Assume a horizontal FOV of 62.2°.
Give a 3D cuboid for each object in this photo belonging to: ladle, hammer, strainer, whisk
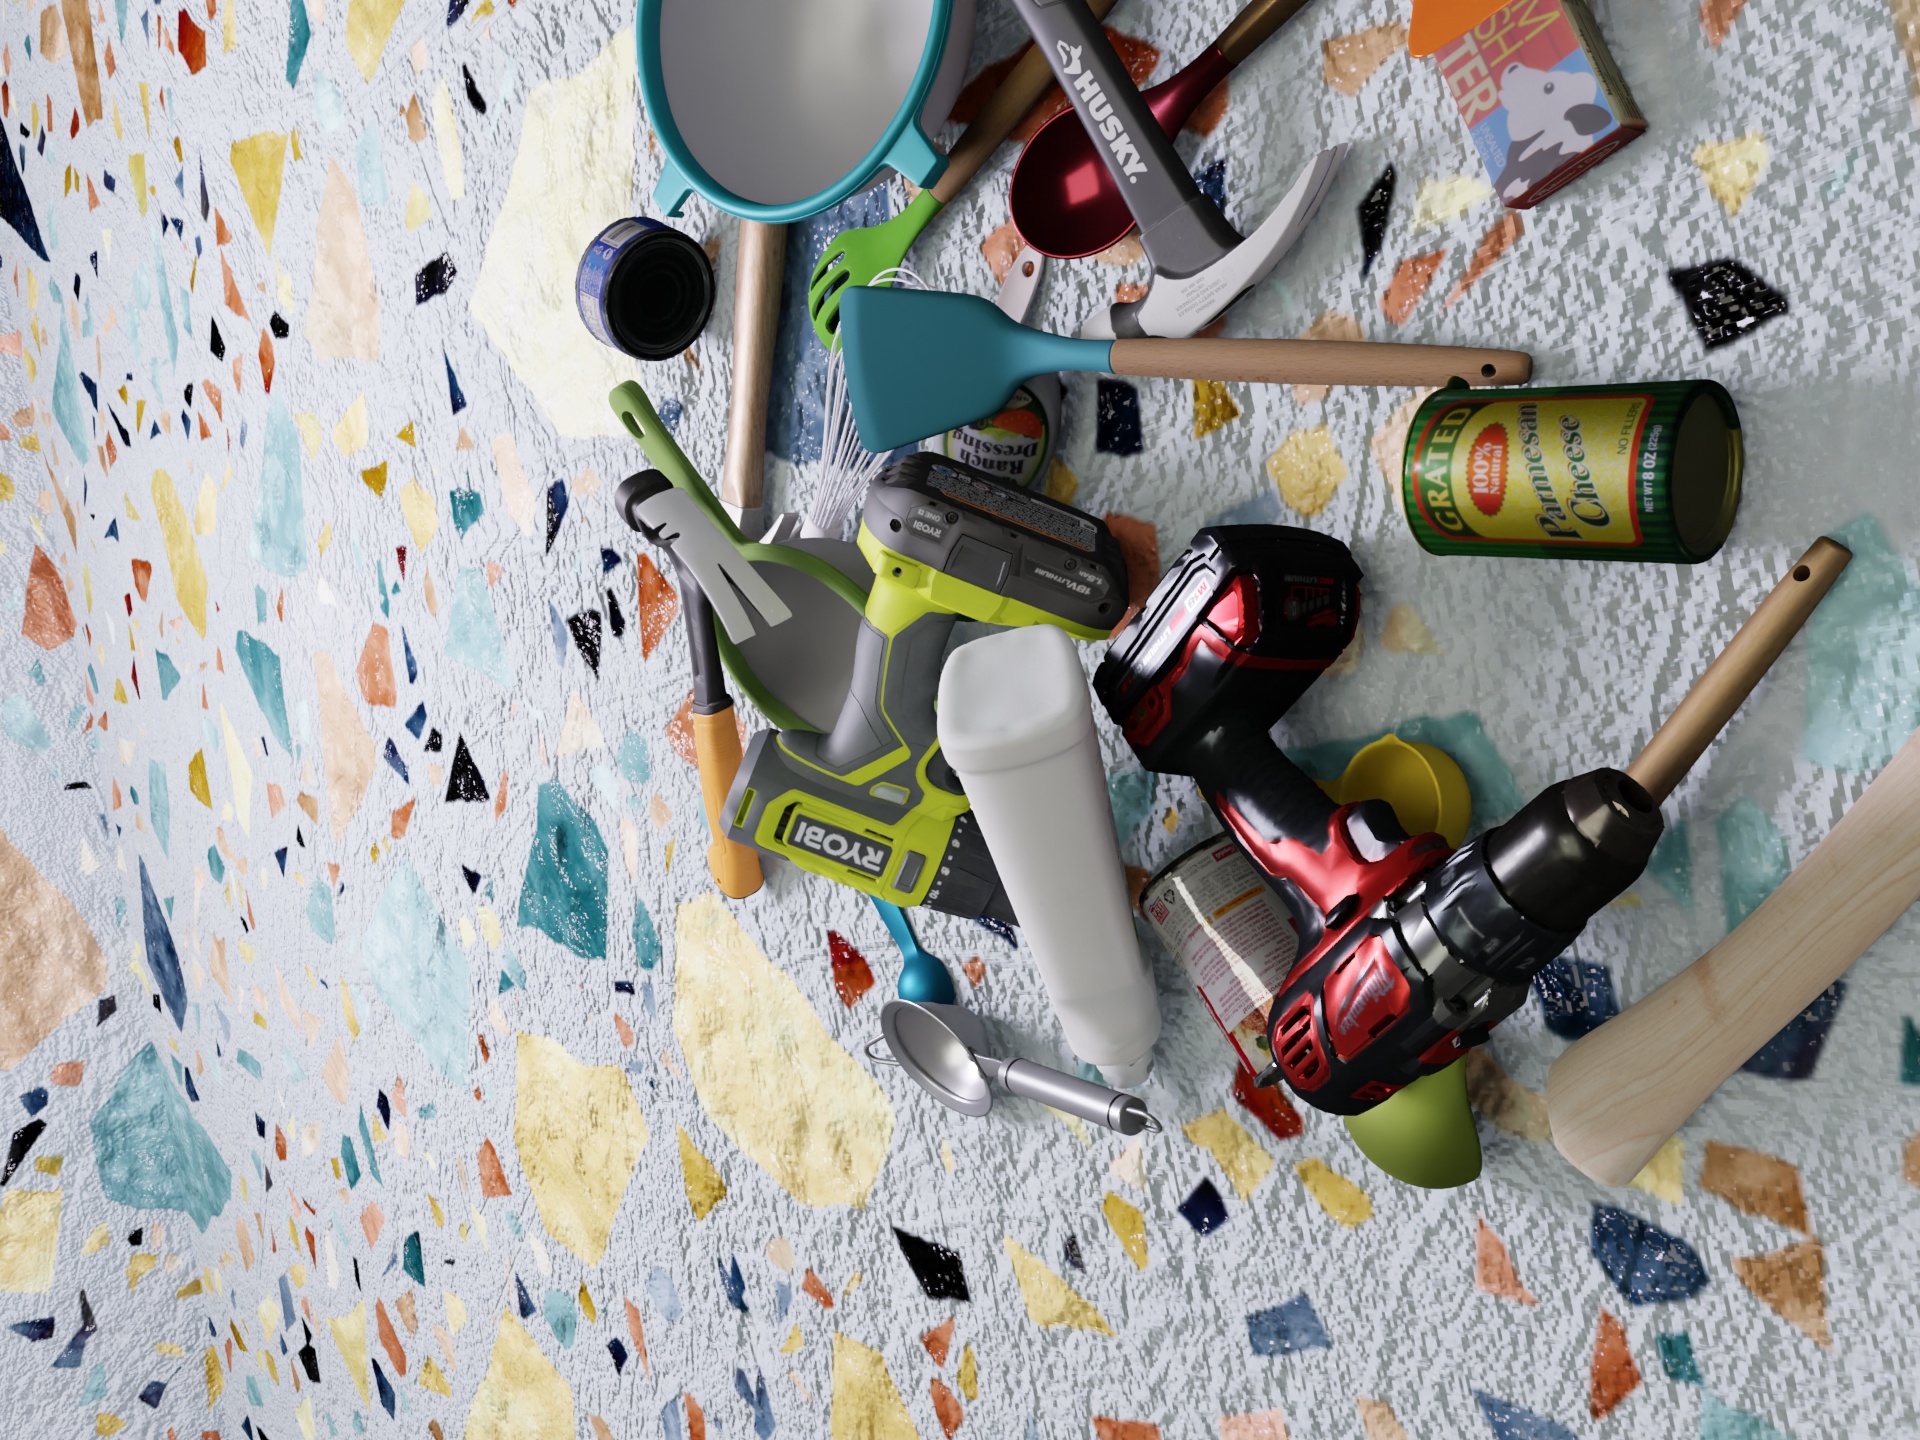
[{"bbox_3d":[0.132,-0.307,0.685,0.315,0.031,0.069,-34,85,44],"label":"ladle"},{"bbox_3d":[-0.124,-0.244,0.973,0.130,0.031,0.331,26,116,42],"label":"hammer"},{"bbox_3d":[0.028,0.191,0.864,0.258,0.050,0.086,2,124,58],"label":"strainer"},{"bbox_3d":[-0.071,-0.136,0.925,0.070,0.070,0.284,53,136,26],"label":"whisk"},{"bbox_3d":[-0.099,-0.093,0.902,0.151,0.069,0.256,-19,112,50],"label":"strainer"},{"bbox_3d":[-0.140,0.010,0.944,0.127,0.034,0.336,47,153,29],"label":"hammer"},{"bbox_3d":[0.249,0.066,0.632,0.320,0.062,0.078,-62,36,26],"label":"ladle"},{"bbox_3d":[0.334,0.028,0.528,0.146,0.038,0.410,46,129,29],"label":"hammer"},{"bbox_3d":[0.038,-0.328,0.700,0.146,0.035,0.334,-27,97,42],"label":"hammer"},{"bbox_3d":[-0.063,-0.427,0.825,0.211,0.095,0.340,7,98,35],"label":"strainer"}]

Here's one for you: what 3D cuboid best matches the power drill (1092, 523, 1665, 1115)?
[{"bbox_3d":[0.159,0.022,0.640,0.187,0.080,0.227,-55,47,40],"label":"power drill"}]

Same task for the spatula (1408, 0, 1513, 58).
[{"bbox_3d":[0.167,-0.401,0.597,0.081,0.041,0.323,-25,73,44],"label":"spatula"}]

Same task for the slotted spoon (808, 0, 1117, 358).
[{"bbox_3d":[0.002,-0.296,0.830,0.313,0.031,0.070,-38,67,43],"label":"slotted spoon"}]

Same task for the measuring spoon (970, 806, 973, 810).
[{"bbox_3d":[-0.013,0.042,0.930,0.117,0.011,0.021,6,101,43],"label":"measuring spoon"}]

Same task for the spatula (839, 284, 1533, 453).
[{"bbox_3d":[0.088,-0.156,0.706,0.318,0.044,0.082,9,119,32],"label":"spatula"}]

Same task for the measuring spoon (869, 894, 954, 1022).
[{"bbox_3d":[-0.045,0.127,0.970,0.042,0.021,0.129,-46,66,42],"label":"measuring spoon"}]

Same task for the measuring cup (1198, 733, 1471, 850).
[{"bbox_3d":[0.167,0.035,0.725,0.156,0.029,0.062,4,92,59],"label":"measuring cup"}]

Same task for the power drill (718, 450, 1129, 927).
[{"bbox_3d":[-0.001,-0.003,0.815,0.190,0.080,0.228,21,114,-5],"label":"power drill"}]

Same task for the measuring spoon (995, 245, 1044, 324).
[{"bbox_3d":[0.021,-0.193,0.842,0.034,0.018,0.124,39,118,31],"label":"measuring spoon"}]
